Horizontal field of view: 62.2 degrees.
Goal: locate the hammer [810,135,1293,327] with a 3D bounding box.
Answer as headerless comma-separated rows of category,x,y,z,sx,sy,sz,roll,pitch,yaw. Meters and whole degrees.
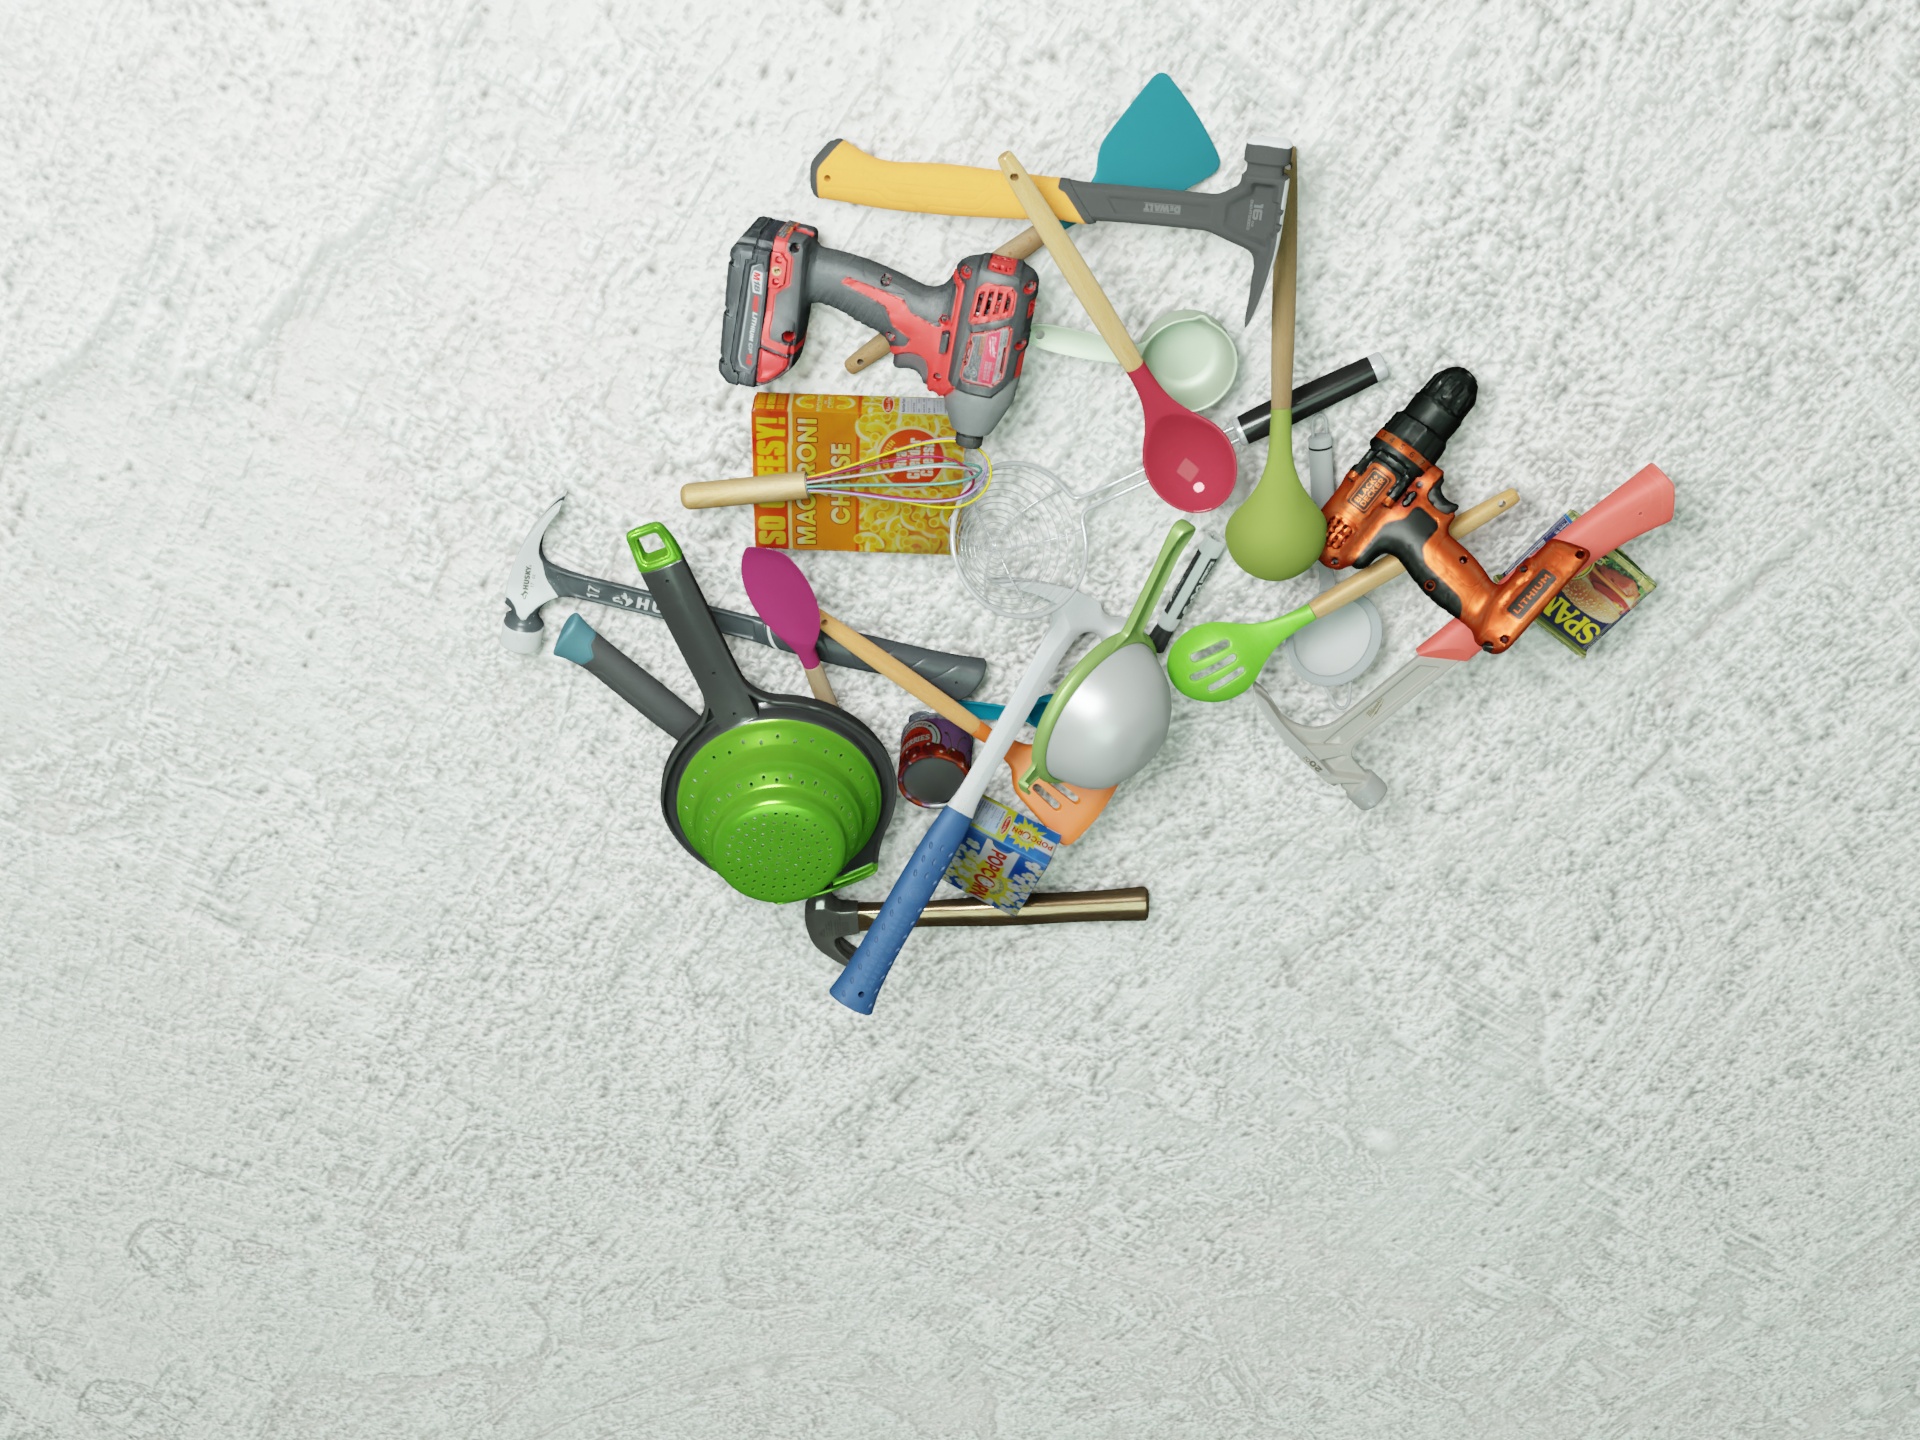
hammer,0.058,-0.363,1.129,0.337,0.034,0.127,9,118,7

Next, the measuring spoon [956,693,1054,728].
measuring spoon,0.038,-0.014,1.415,0.128,0.021,0.042,5,139,7

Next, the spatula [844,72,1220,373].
spatula,0.041,-0.350,1.184,0.317,0.044,0.082,-29,119,23

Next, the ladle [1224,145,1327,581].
ladle,0.241,-0.262,1.198,0.078,0.062,0.320,0,104,5

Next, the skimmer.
skimmer,0.164,-0.196,1.243,0.363,0.090,0.127,-24,101,12

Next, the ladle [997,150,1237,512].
ladle,0.112,-0.275,1.146,0.069,0.031,0.315,-24,125,21

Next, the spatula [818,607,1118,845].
spatula,-0.002,-0.004,1.366,0.322,0.041,0.081,35,97,-26

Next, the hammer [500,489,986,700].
hammer,-0.177,-0.084,1.352,0.409,0.036,0.149,13,123,-10

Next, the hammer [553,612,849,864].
hammer,-0.223,0.019,1.388,0.128,0.033,0.330,-28,127,30

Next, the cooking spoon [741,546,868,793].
cooking spoon,-0.120,-0.032,1.353,0.069,0.017,0.318,12,143,24

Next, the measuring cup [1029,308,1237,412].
measuring cup,0.128,-0.286,1.218,0.167,0.038,0.083,11,123,-5

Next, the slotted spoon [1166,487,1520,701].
slotted spoon,0.310,-0.104,1.300,0.314,0.031,0.070,-30,100,14

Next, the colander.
colander,-0.180,0.023,1.306,0.204,0.095,0.396,-19,123,6

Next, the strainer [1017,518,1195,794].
strainer,0.150,-0.038,1.295,0.069,0.151,0.256,39,122,27

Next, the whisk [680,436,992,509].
whisk,-0.097,-0.181,1.233,0.245,0.051,0.047,-5,130,7

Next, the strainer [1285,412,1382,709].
strainer,0.304,-0.132,1.322,0.087,0.050,0.258,-13,118,-6

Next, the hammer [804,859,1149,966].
hammer,0.016,0.187,1.536,0.331,0.031,0.130,-2,123,1

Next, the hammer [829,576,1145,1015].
hammer,0.000,0.065,1.353,0.144,0.035,0.405,28,94,-21

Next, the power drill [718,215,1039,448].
power drill,-0.060,-0.285,1.174,0.219,0.079,0.143,11,121,0

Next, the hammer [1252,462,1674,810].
hammer,0.414,-0.083,1.293,0.149,0.037,0.359,44,111,-11
